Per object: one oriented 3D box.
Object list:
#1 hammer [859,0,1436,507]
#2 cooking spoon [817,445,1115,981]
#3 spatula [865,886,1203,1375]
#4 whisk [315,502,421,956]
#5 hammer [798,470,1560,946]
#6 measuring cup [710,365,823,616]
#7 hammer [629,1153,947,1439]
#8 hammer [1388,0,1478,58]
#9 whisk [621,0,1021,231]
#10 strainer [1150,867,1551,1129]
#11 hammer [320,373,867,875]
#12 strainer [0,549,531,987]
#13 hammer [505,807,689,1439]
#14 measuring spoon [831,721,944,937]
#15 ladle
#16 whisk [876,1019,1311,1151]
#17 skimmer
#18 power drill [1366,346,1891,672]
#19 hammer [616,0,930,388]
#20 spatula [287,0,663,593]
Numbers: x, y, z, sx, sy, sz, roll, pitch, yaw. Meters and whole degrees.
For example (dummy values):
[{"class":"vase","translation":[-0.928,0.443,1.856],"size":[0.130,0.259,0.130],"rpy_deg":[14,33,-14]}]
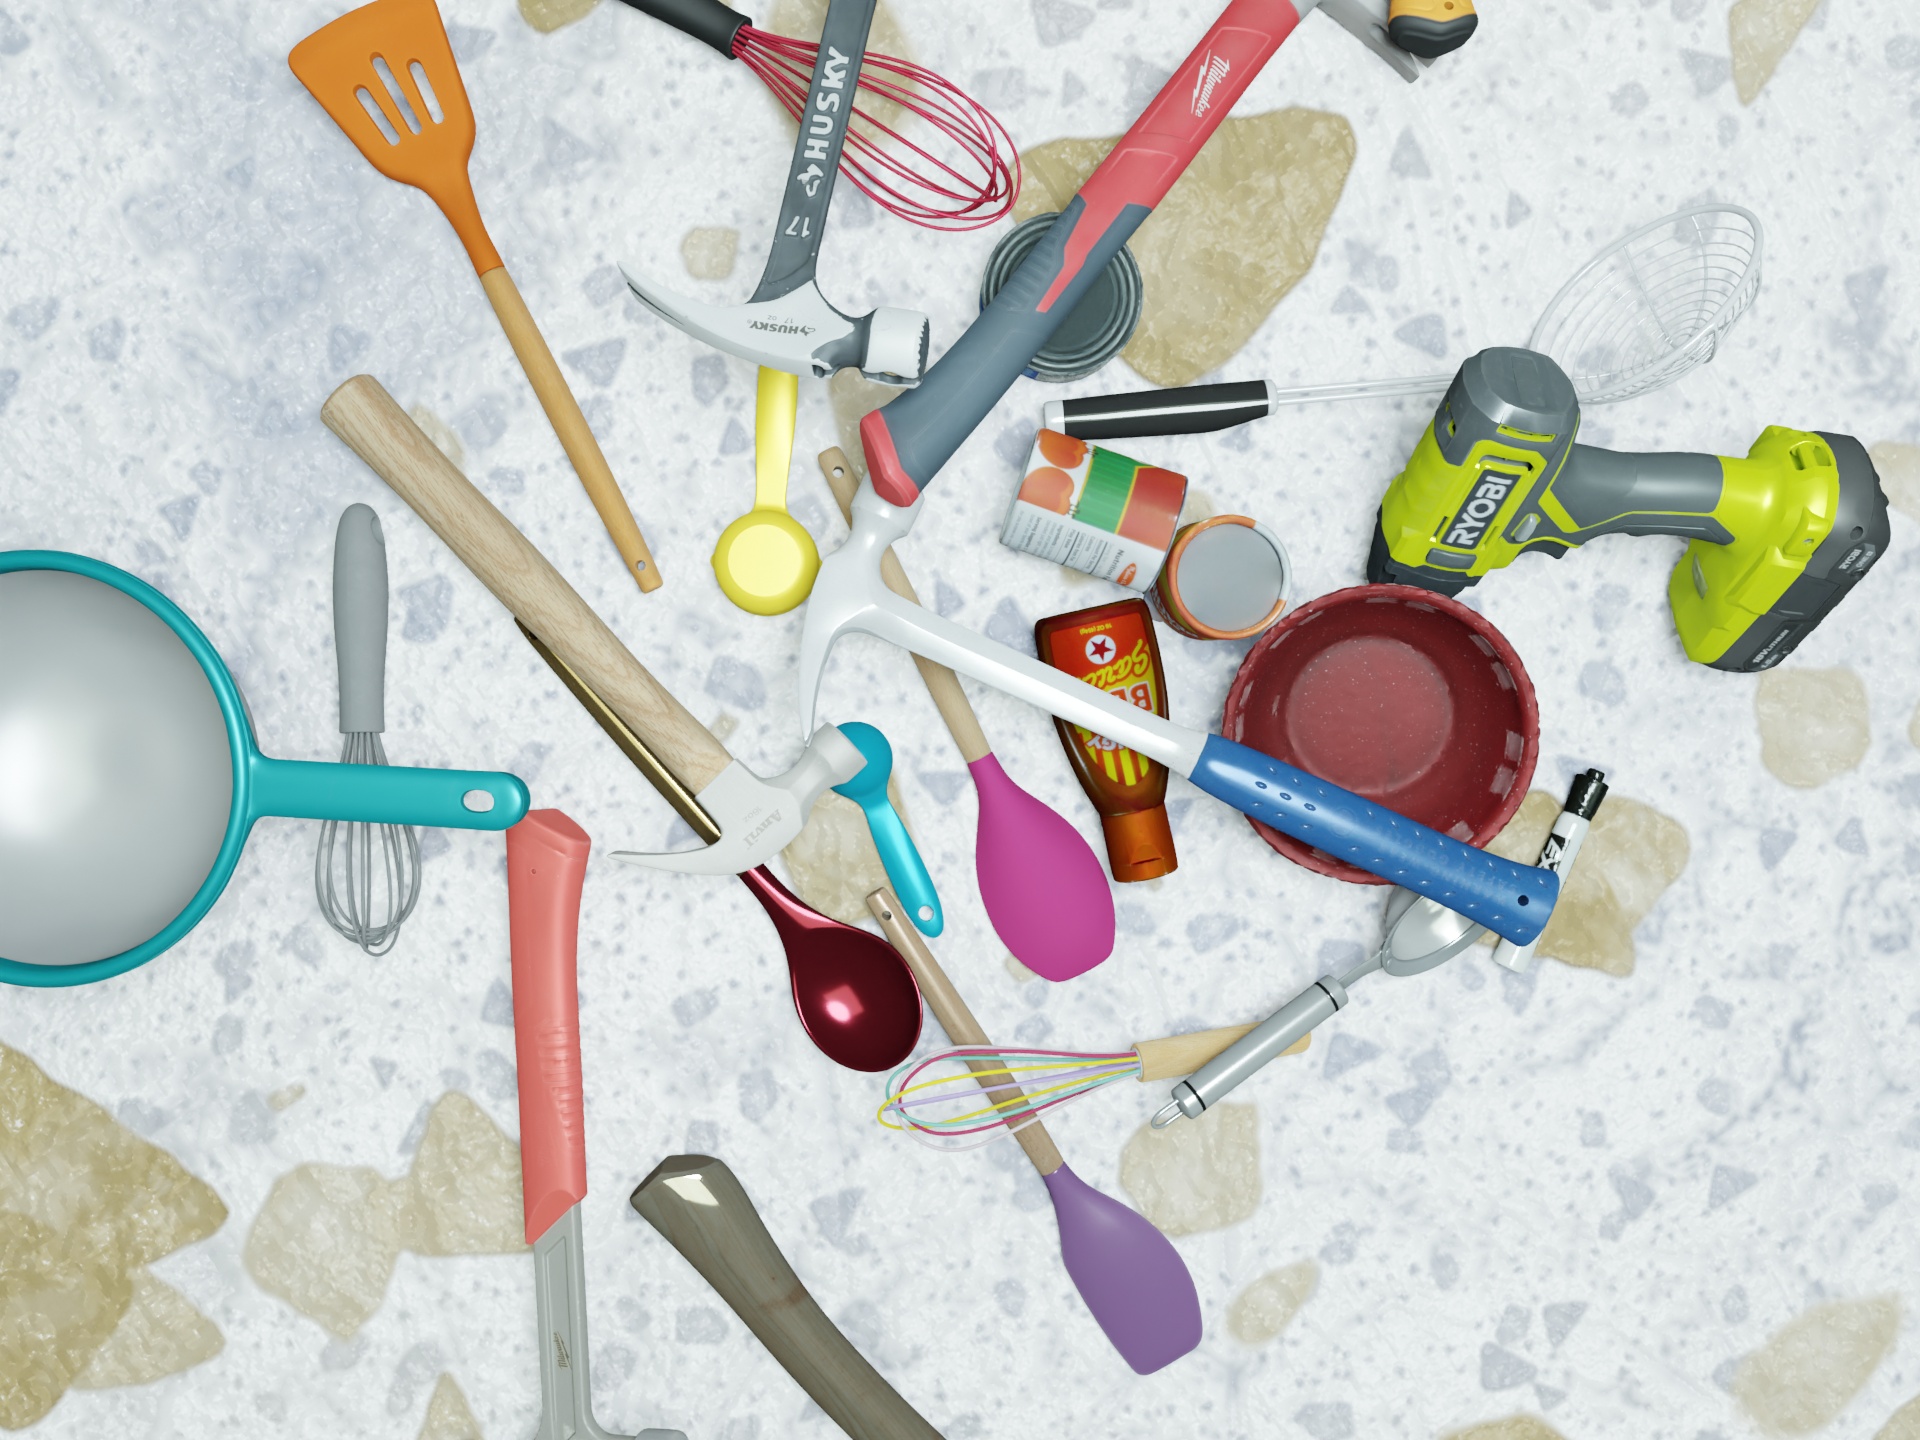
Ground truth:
[{"class":"hammer","translation":[0.089,-0.254,0.814],"size":[0.143,0.038,0.386],"rpy_deg":[38,79,-5]},{"class":"cooking spoon","translation":[-0.001,-0.003,0.865],"size":[0.069,0.017,0.319],"rpy_deg":[-27,94,-2]},{"class":"spatula","translation":[0.039,0.225,0.878],"size":[0.060,0.018,0.316],"rpy_deg":[-33,95,3]},{"class":"whisk","translation":[-0.312,0.004,0.837],"size":[0.055,0.055,0.239],"rpy_deg":[-2,88,-3]},{"class":"hammer","translation":[0.108,0.019,0.808],"size":[0.405,0.035,0.144],"rpy_deg":[24,84,0]},{"class":"measuring cup","translation":[-0.101,-0.133,0.847],"size":[0.062,0.029,0.156],"rpy_deg":[4,94,-3]},{"class":"hammer","translation":[-0.037,0.405,0.875],"size":[0.146,0.038,0.410],"rpy_deg":[-43,94,1]},{"class":"hammer","translation":[0.204,-0.508,0.826],"size":[0.127,0.034,0.337],"rpy_deg":[-19,87,-2]},{"class":"whisk","translation":[-0.098,-0.344,0.827],"size":[0.296,0.073,0.073],"rpy_deg":[31,91,2]},{"class":"strainer","translation":[0.204,0.140,0.856],"size":[0.258,0.086,0.050],"rpy_deg":[-34,50,-11]},{"class":"hammer","translation":[-0.209,-0.050,0.830],"size":[0.130,0.031,0.331],"rpy_deg":[-45,90,-6]},{"class":"strainer","translation":[-0.376,0.025,0.799],"size":[0.340,0.095,0.211],"rpy_deg":[4,94,2]},{"class":"hammer","translation":[-0.225,0.227,0.845],"size":[0.149,0.036,0.359],"rpy_deg":[-4,89,17]},{"class":"measuring spoon","translation":[-0.039,0.061,0.863],"size":[0.042,0.021,0.128],"rpy_deg":[-25,92,-2]},{"class":"ladle","translation":[-0.133,0.061,0.857],"size":[0.069,0.031,0.315],"rpy_deg":[-41,92,8]},{"class":"whisk","translation":[0.074,0.189,0.859],"size":[0.245,0.051,0.047],"rpy_deg":[-7,112,-14]},{"class":"skimmer","translation":[0.223,-0.202,0.832],"size":[0.363,0.127,0.090],"rpy_deg":[-5,126,3]},{"class":"power drill","translation":[0.332,-0.097,0.822],"size":[0.223,0.171,0.080],"rpy_deg":[9,52,-6]},{"class":"hammer","translation":[-0.057,-0.360,0.786],"size":[0.149,0.036,0.409],"rpy_deg":[9,76,5]},{"class":"spatula","translation":[-0.236,-0.213,0.831],"size":[0.081,0.041,0.322],"rpy_deg":[-27,95,-2]}]
